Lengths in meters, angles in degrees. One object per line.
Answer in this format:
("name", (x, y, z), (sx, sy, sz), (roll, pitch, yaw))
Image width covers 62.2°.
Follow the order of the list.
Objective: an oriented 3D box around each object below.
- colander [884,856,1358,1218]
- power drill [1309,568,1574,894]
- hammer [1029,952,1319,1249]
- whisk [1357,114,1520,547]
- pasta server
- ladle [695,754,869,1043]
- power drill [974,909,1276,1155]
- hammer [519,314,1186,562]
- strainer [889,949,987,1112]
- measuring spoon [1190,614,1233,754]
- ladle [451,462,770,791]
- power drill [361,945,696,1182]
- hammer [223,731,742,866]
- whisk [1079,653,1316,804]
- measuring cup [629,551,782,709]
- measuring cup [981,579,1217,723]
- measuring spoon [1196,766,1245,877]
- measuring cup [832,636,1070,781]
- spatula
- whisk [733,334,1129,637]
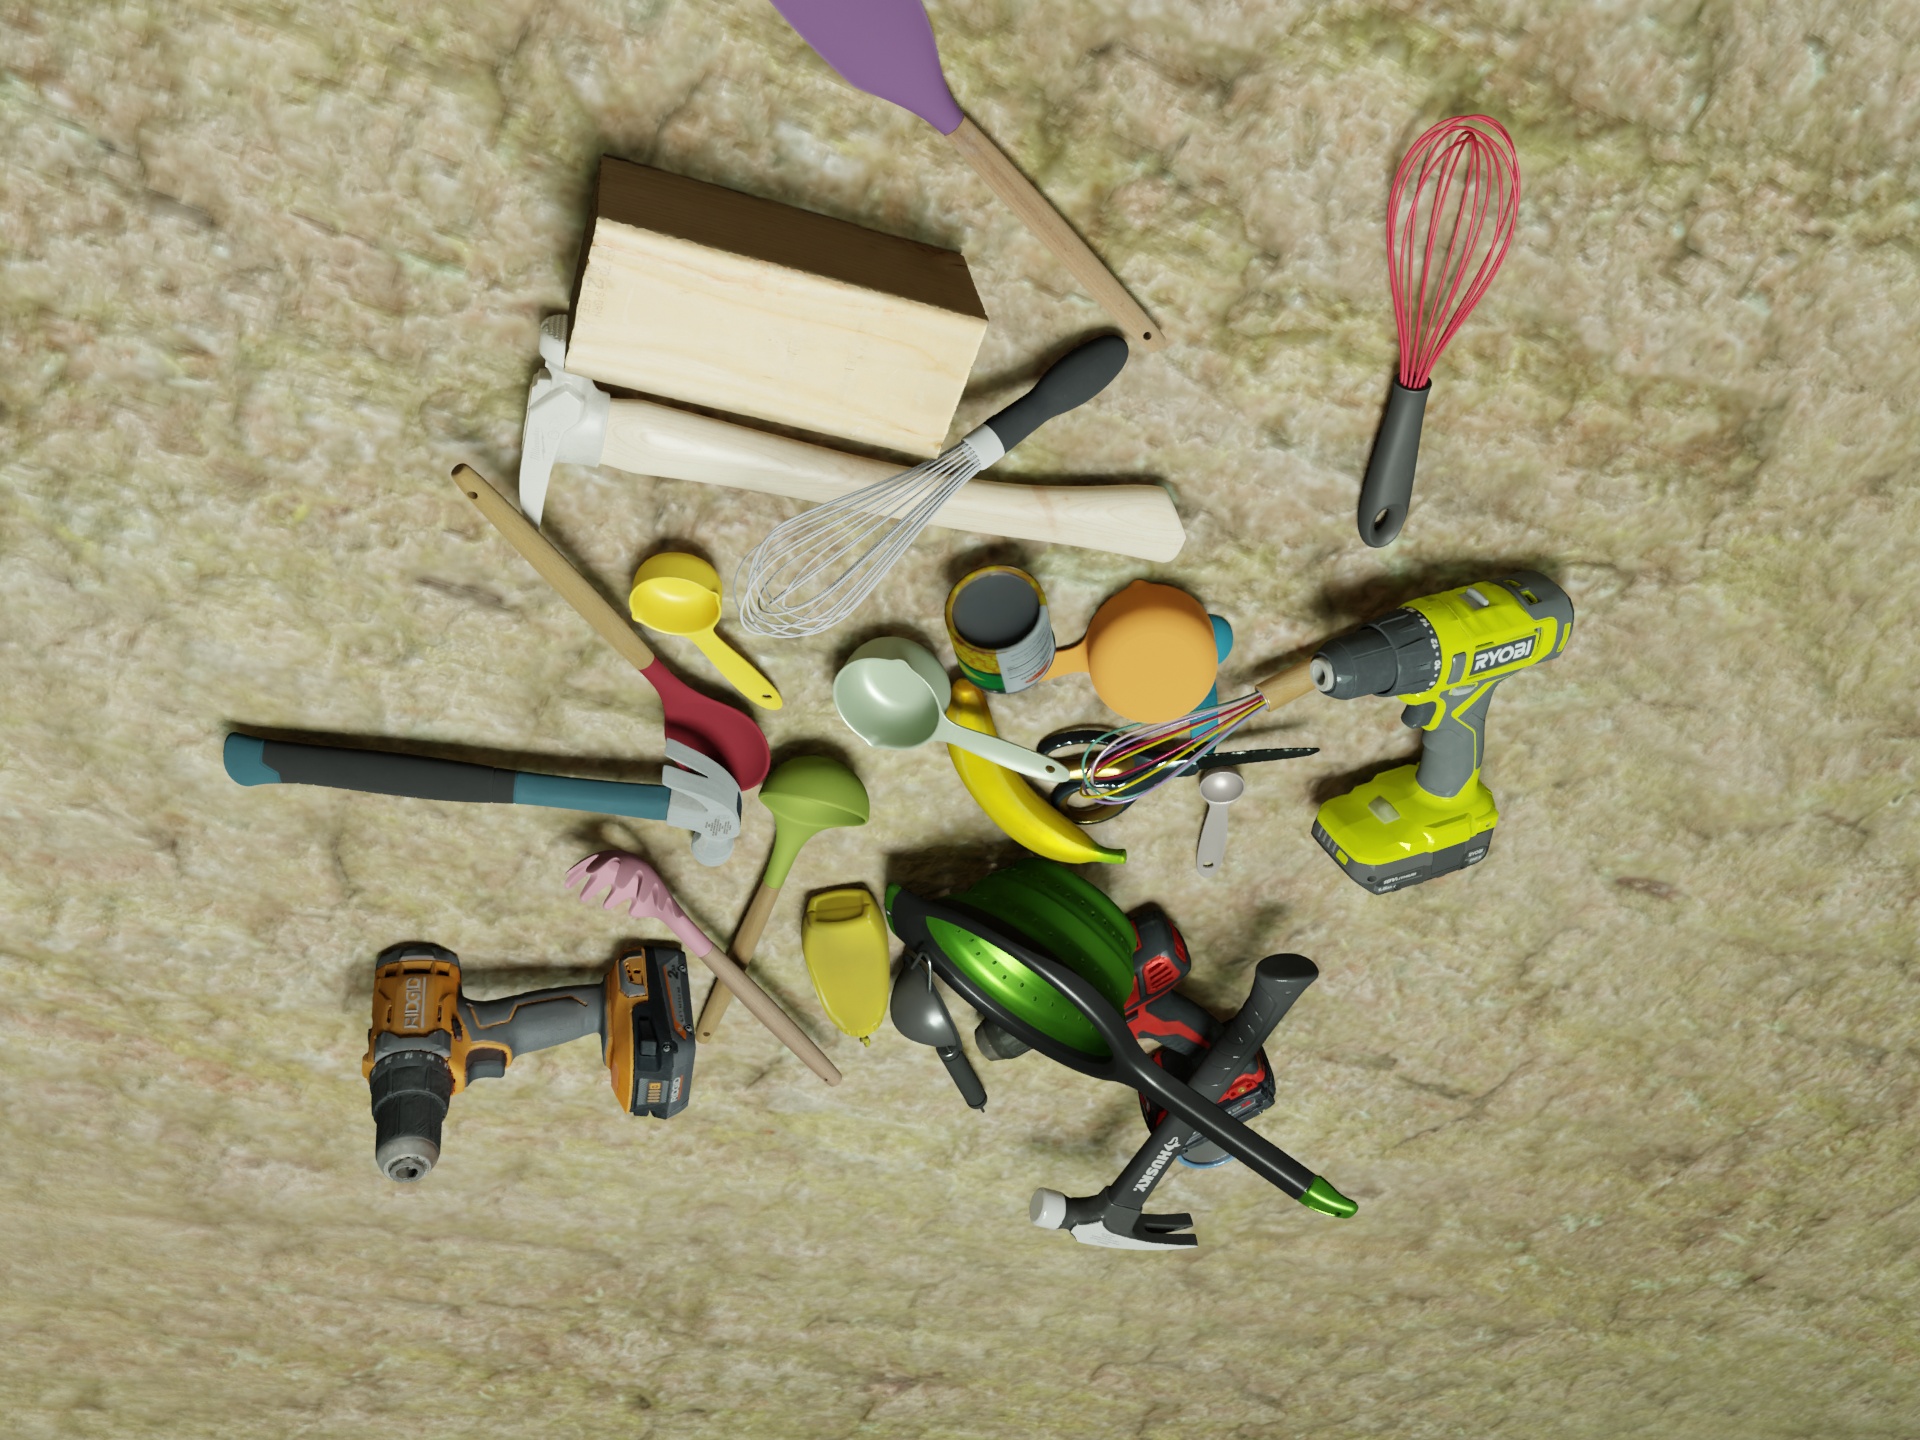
("colander", (0.129, 0.212, 1.158), (0.397, 0.094, 0.204), (33, 158, 14))
("power drill", (0.320, 0.010, 1.123), (0.190, 0.080, 0.228), (-15, 131, -19))
("hammer", (0.193, 0.315, 1.290), (0.146, 0.035, 0.334), (19, 120, -17))
("whisk", (0.278, -0.222, 0.962), (0.073, 0.073, 0.295), (-6, 135, -6))
("pasta server", (-0.177, 0.190, 1.172), (0.060, 0.040, 0.315), (-4, 137, 36))
("ladle", (-0.147, 0.145, 1.172), (0.078, 0.062, 0.320), (16, 126, -15))
("power drill", (0.138, 0.267, 1.316), (0.188, 0.080, 0.226), (-32, 125, 14))
("hammer", (-0.058, -0.136, 0.974), (0.410, 0.038, 0.146), (8, 128, -18))
("strainer", (-0.013, 0.264, 1.287), (0.050, 0.087, 0.258), (-34, 141, -9))
("measuring spoon", (0.175, -0.017, 1.125), (0.042, 0.021, 0.128), (-10, 128, -3))
("ladle", (-0.212, -0.051, 0.990), (0.069, 0.031, 0.315), (-17, 139, 18))
("power drill", (-0.307, 0.241, 1.135), (0.226, 0.186, 0.084), (1, 127, -16))
("hammer", (-0.309, 0.044, 1.055), (0.331, 0.033, 0.128), (7, 149, -12))
("whisk", (0.190, -0.007, 1.109), (0.245, 0.051, 0.047), (-27, 169, -5))
("measuring cup", (-0.156, -0.056, 1.030), (0.062, 0.029, 0.156), (-13, 145, 20))
("measuring cup", (0.087, -0.033, 1.067), (0.173, 0.052, 0.095), (-12, 115, 6))
("measuring spoon", (0.194, 0.076, 1.213), (0.034, 0.018, 0.124), (1, 136, 1))
("measuring cup", (-0.002, -0.003, 1.055), (0.167, 0.038, 0.083), (22, 132, 1))
("spatula", (0.015, -0.306, 0.862), (0.060, 0.018, 0.315), (-39, 125, 18))
("whisk", (-0.012, -0.140, 0.918), (0.284, 0.070, 0.070), (-38, 130, -11))
